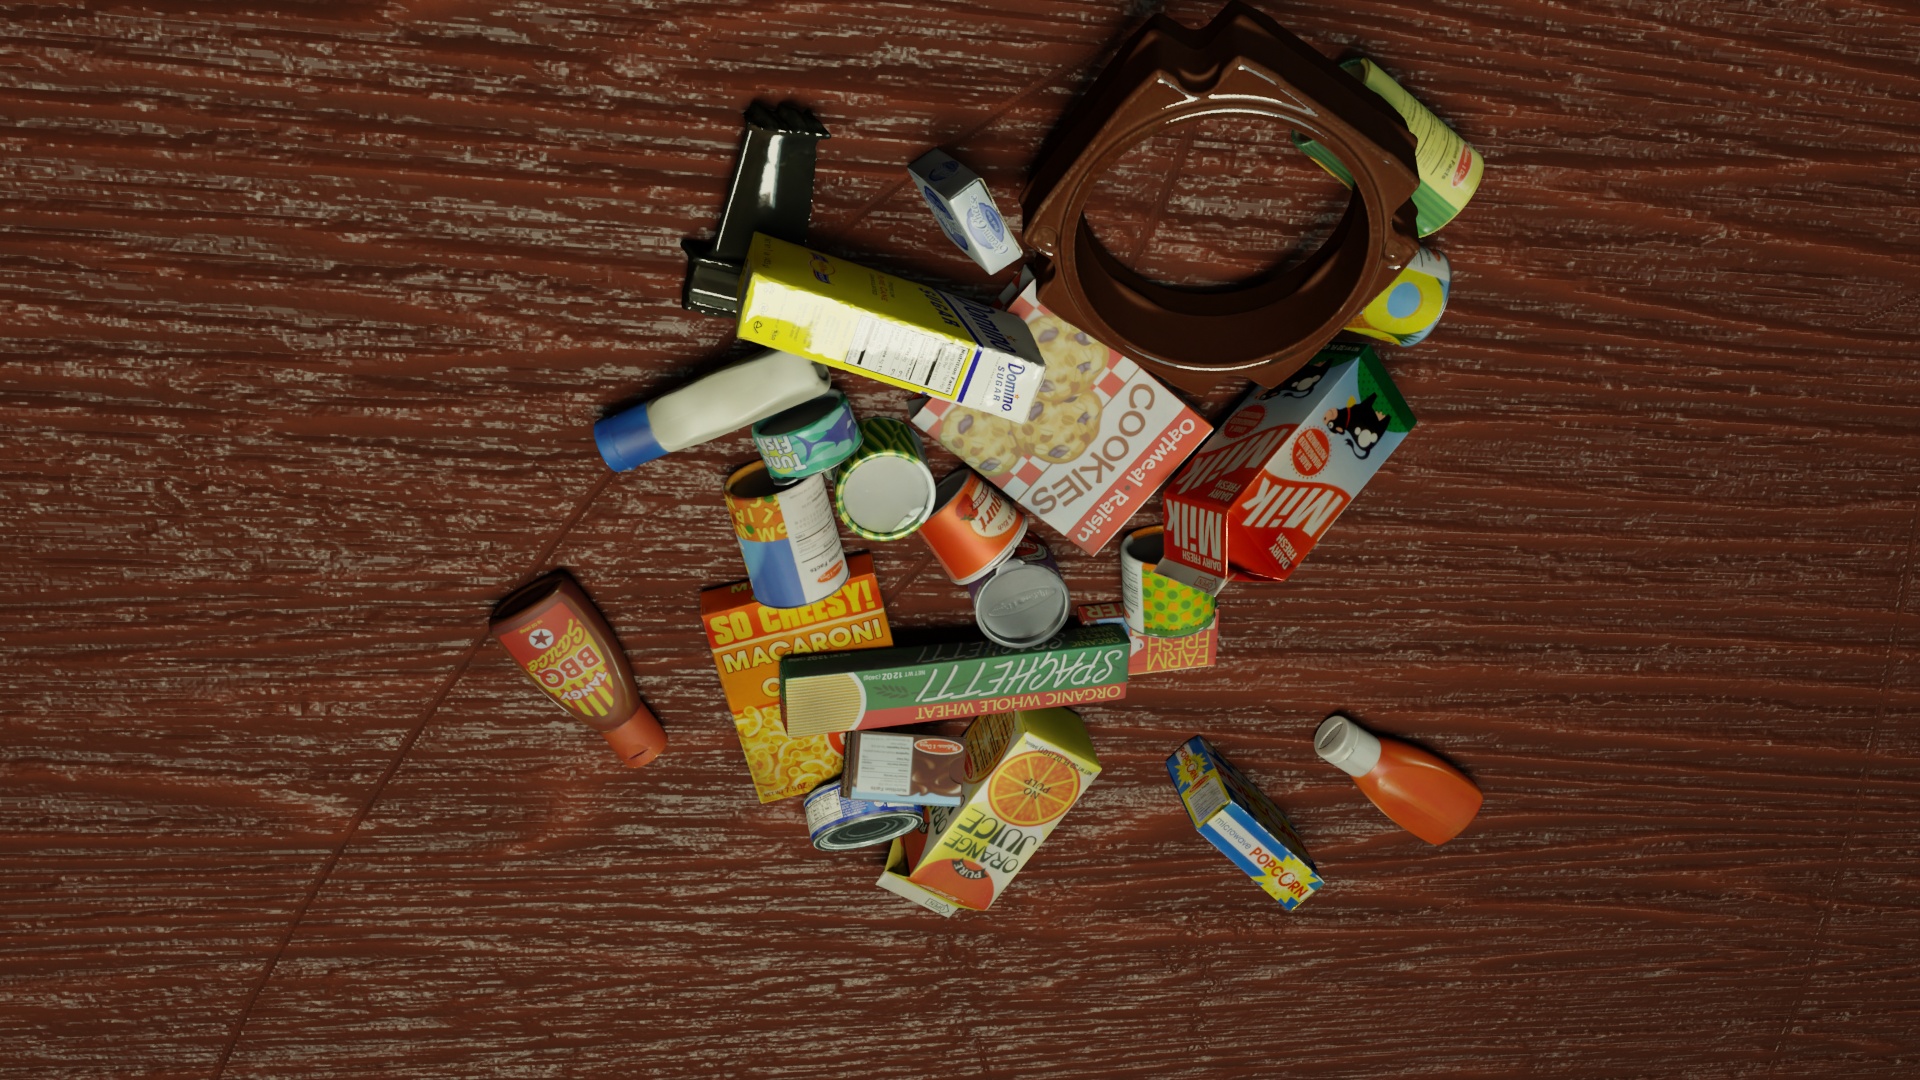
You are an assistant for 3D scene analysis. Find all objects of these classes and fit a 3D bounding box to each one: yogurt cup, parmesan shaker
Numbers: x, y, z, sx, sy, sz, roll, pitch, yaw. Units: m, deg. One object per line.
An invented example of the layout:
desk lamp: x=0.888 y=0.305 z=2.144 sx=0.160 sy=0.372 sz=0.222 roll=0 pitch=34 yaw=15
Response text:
yogurt cup: x=0.003 y=-0.012 z=0.943 sx=0.072 sy=0.072 sz=0.054 roll=-39 pitch=108 yaw=11
parmesan shaker: x=0.266 y=-0.247 z=0.869 sx=0.103 sy=0.071 sz=0.071 roll=31 pitch=108 yaw=-21

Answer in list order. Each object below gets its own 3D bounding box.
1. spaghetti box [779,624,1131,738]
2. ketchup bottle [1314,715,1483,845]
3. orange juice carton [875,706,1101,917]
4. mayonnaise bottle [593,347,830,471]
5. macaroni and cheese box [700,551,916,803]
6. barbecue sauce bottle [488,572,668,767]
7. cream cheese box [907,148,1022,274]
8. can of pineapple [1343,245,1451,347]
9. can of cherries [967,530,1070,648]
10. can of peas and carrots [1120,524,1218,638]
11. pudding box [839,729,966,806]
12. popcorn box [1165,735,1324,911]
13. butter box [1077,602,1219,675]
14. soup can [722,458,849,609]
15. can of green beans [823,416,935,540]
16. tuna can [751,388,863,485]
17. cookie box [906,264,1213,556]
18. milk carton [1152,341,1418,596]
spaghetti box: x=-0.001 y=0.097 z=0.976 sx=0.250 sy=0.029 sz=0.050 roll=-5 pitch=118 yaw=-13
ketchup bottle: x=0.348 y=0.189 z=1.114 sx=0.148 sy=0.044 sz=0.064 roll=32 pitch=107 yaw=-22
orange juice carton: x=0.016 y=0.207 z=1.050 sx=0.072 sy=0.073 sz=0.192 roll=29 pitch=109 yaw=-22
mayonnaise bottle: x=-0.158 y=-0.086 z=0.879 sx=0.148 sy=0.065 sz=0.041 roll=-21 pitch=97 yaw=6
macaroni and cheese box: x=-0.105 y=0.099 z=0.993 sx=0.124 sy=0.040 sz=0.165 roll=-14 pitch=119 yaw=-4
barbecue sauce bottle: x=-0.258 y=0.094 z=0.962 sx=0.065 sy=0.044 sz=0.148 roll=-29 pitch=118 yaw=4
cream cheese box: x=0.002 y=-0.197 z=0.825 sx=0.024 sy=0.104 sz=0.053 roll=-33 pitch=119 yaw=1
can of pineapple: x=0.277 y=-0.164 z=0.910 sx=0.058 sy=0.071 sz=0.070 roll=13 pitch=114 yaw=-15
can of cherries: x=0.039 y=0.030 z=0.973 sx=0.071 sy=0.058 sz=0.071 roll=-4 pitch=118 yaw=-7
can of peas and carrots: x=0.150 y=0.028 z=0.986 sx=0.071 sy=0.071 sz=0.058 roll=-9 pitch=117 yaw=-5
pudding box: x=-0.040 y=0.162 z=0.984 sx=0.084 sy=0.030 sz=0.050 roll=6 pitch=79 yaw=-17
popcorn box: x=0.221 y=0.220 z=1.085 sx=0.038 sy=0.085 sz=0.126 roll=-42 pitch=115 yaw=12
butter box: x=0.138 y=0.071 z=1.030 sx=0.103 sy=0.024 sz=0.053 roll=-6 pitch=118 yaw=-6
soup can: x=-0.118 y=-0.007 z=0.924 sx=0.071 sy=0.071 sz=0.083 roll=-14 pitch=117 yaw=-2
can of green beans: x=-0.052 y=-0.041 z=0.921 sx=0.071 sy=0.058 sz=0.071 roll=-4 pitch=117 yaw=-8
tuna can: x=-0.100 y=-0.067 z=0.892 sx=0.071 sy=0.071 sz=0.032 roll=-21 pitch=117 yaw=1
cookie box: x=0.067 y=-0.084 z=0.930 sx=0.167 sy=0.040 sz=0.122 roll=36 pitch=106 yaw=-22
milk carton: x=0.206 y=-0.041 z=0.919 sx=0.191 sy=0.072 sz=0.073 roll=-47 pitch=117 yaw=-11
